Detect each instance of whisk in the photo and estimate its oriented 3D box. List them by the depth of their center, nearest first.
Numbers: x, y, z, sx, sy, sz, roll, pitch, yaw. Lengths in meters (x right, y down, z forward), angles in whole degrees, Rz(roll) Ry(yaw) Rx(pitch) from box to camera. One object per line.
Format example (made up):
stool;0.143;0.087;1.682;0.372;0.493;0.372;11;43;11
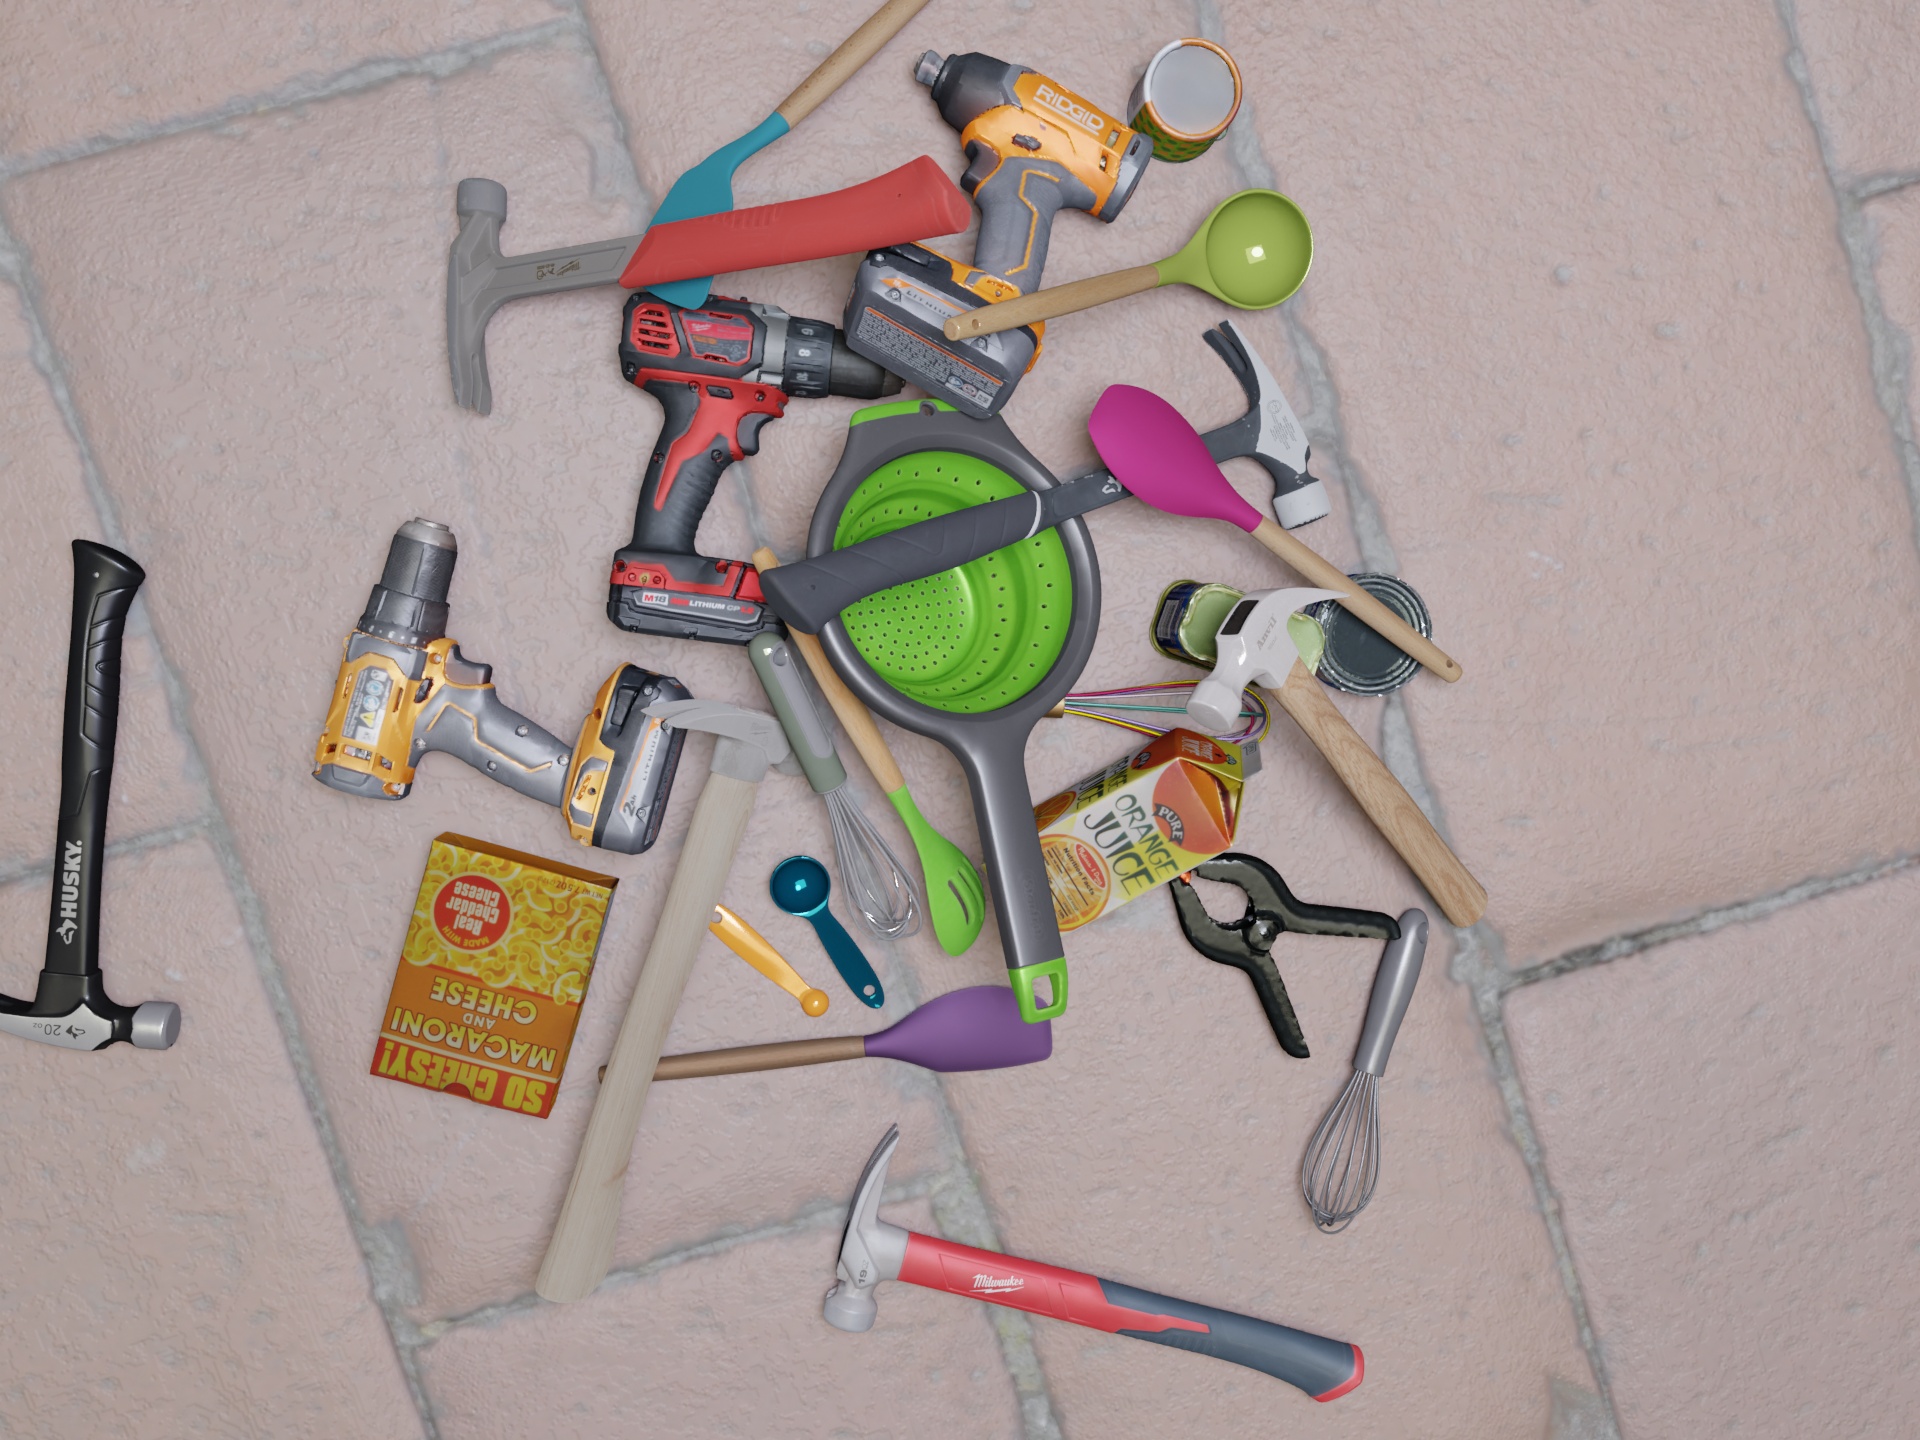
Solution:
whisk;-0.082;0.048;1.049;0.058;0.059;0.246;-47;125;-39
whisk;0.093;-0.007;1.094;0.245;0.051;0.047;4;100;-2
whisk;0.293;0.249;1.131;0.055;0.055;0.239;17;89;-6

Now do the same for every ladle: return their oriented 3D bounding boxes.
ladle;0.111;-0.272;0.983;0.320;0.062;0.078;-27;111;-41

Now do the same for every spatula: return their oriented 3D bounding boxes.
spatula;-0.095;-0.395;1.029;0.082;0.044;0.317;33;74;35
spatula;-0.093;0.228;1.110;0.316;0.018;0.060;-6;92;-5

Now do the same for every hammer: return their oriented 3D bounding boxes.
hammer;-0.164;-0.278;0.968;0.359;0.036;0.149;-1;89;24
hammer;0.059;-0.141;1.008;0.409;0.036;0.149;-22;92;-27
hammer;-0.206;0.186;1.038;0.038;0.146;0.410;21;94;33
hammer;0.267;0.034;1.047;0.331;0.031;0.130;45;66;-33
hammer;-0.582;0.049;1.047;0.146;0.035;0.335;6;94;-6
hammer;0.106;0.401;1.132;0.386;0.038;0.143;16;92;-6

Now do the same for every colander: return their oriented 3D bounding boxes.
colander;-0.002;-0.003;1.029;0.204;0.094;0.397;-9;85;-27

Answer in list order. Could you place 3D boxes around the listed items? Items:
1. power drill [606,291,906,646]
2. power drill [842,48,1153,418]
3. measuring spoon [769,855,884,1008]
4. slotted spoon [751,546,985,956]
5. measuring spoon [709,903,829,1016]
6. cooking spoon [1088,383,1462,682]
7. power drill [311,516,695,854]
power drill;-0.137;-0.162;1.046;0.188;0.080;0.227;7;91;-6
power drill;0.011;-0.323;1.013;0.164;0.084;0.227;28;68;-5
measuring spoon;-0.090;0.147;1.108;0.042;0.021;0.128;-32;106;-2
slotted spoon;-0.055;0.024;1.042;0.031;0.070;0.313;-17;113;28
measuring spoon;-0.137;0.166;1.104;0.117;0.011;0.021;43;91;-7
cooking spoon;0.214;-0.116;1.047;0.318;0.017;0.069;34;70;-16
power drill;-0.294;-0.020;1.045;0.226;0.084;0.185;16;92;-1
